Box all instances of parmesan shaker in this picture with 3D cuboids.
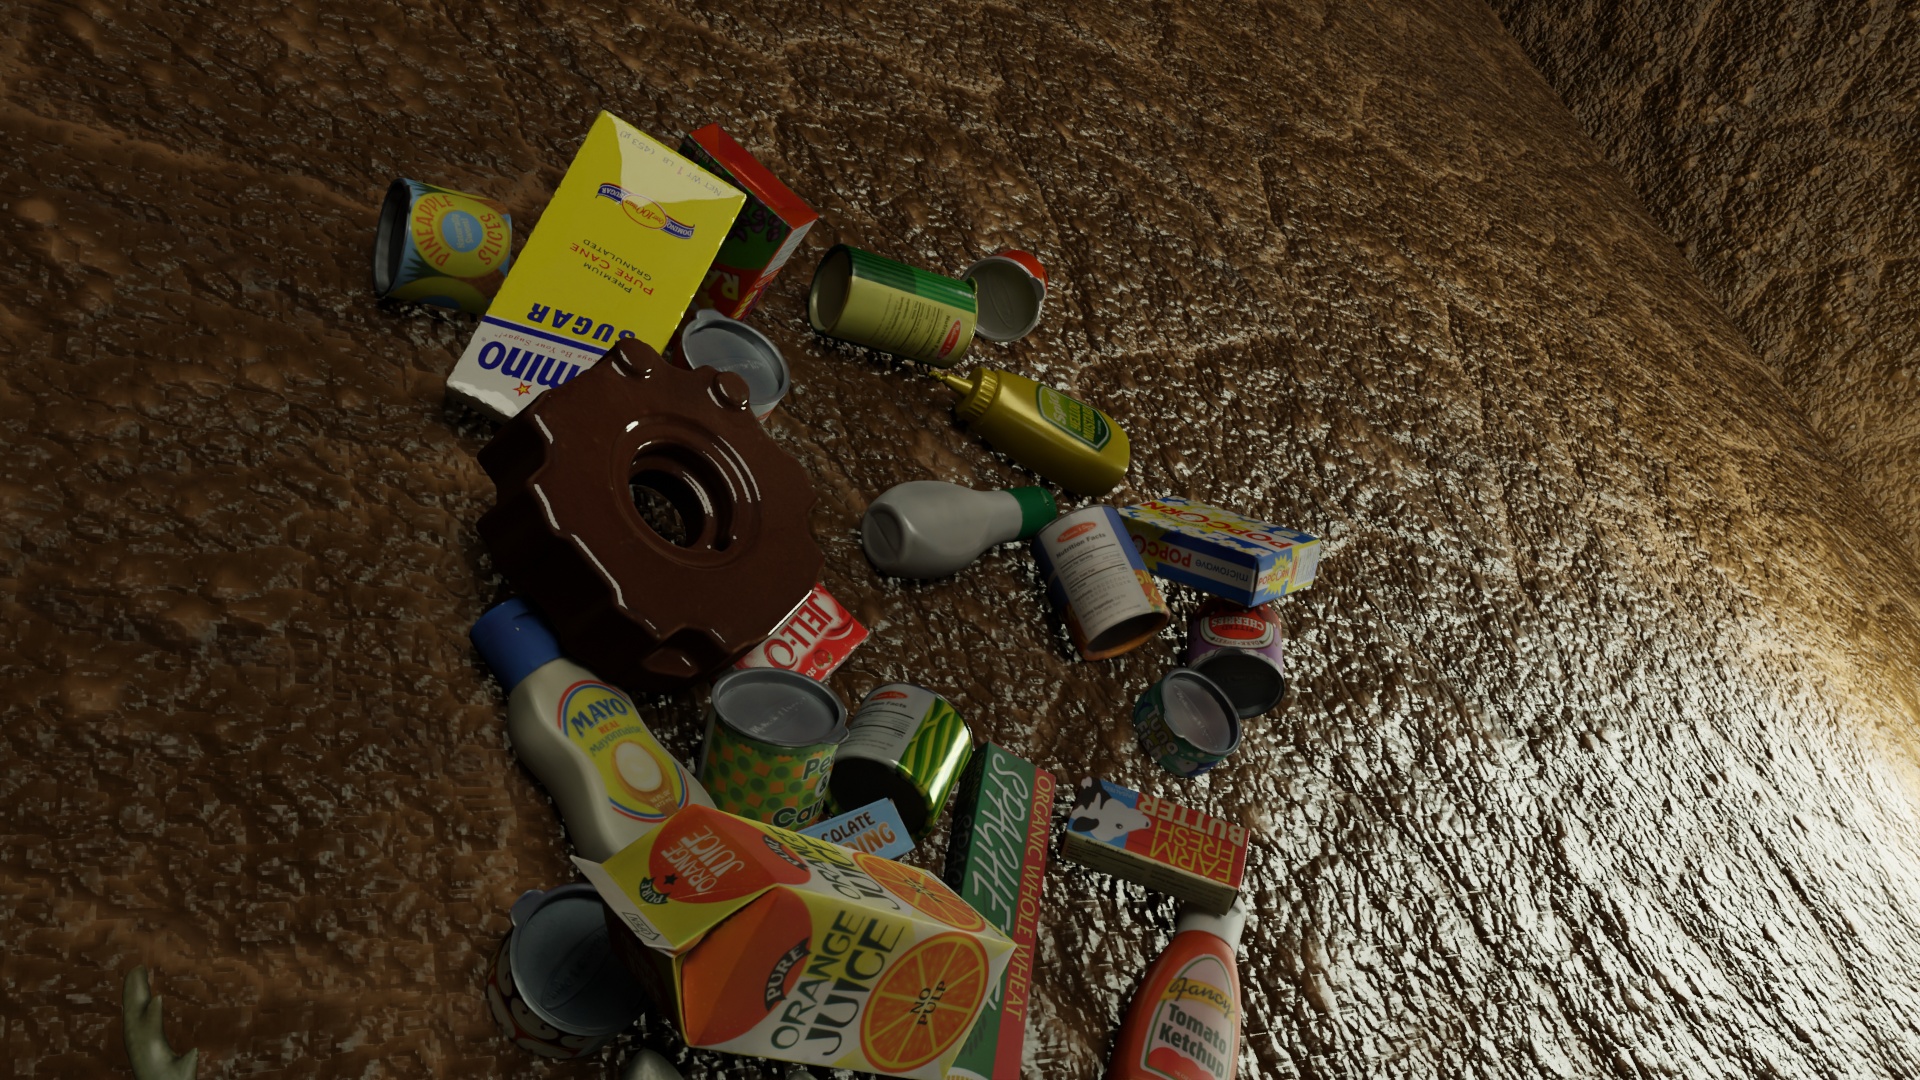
[{"bbox_3d":[-0.047,-0.167,0.981,0.103,0.071,0.071,12,48,-32],"label":"parmesan shaker"}]

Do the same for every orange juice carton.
[{"bbox_3d":[-0.072,0.169,0.586,0.192,0.073,0.072,29,-1,-43],"label":"orange juice carton"}]

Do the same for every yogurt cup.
[{"bbox_3d":[0.036,-0.194,1.085,0.072,0.072,0.054,40,30,-3],"label":"yogurt cup"}]

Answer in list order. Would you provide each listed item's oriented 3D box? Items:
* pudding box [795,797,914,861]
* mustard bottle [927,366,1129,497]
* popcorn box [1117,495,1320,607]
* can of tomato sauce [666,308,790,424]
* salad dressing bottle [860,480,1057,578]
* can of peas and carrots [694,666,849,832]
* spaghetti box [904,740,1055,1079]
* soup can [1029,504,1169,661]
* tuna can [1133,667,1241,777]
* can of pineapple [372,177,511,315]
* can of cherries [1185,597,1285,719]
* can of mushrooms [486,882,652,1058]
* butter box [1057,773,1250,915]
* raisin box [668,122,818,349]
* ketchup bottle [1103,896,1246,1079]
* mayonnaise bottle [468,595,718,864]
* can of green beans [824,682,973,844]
[{"bbox_3d":[-0.069,0.158,0.677,0.084,0.049,0.030,-11,64,-45],"label":"pudding box"},{"bbox_3d":[0.048,-0.087,1.004,0.160,0.048,0.066,24,40,-21],"label":"mustard bottle"},{"bbox_3d":[0.176,0.006,0.981,0.127,0.038,0.085,19,22,39],"label":"popcorn box"},{"bbox_3d":[-0.148,-0.080,0.805,0.071,0.082,0.071,23,42,-23],"label":"can of tomato sauce"},{"bbox_3d":[0.003,-0.011,0.902,0.148,0.043,0.064,-9,59,-46],"label":"salad dressing bottle"},{"bbox_3d":[-0.092,0.105,0.682,0.071,0.058,0.071,13,25,-6],"label":"can of peas and carrots"},{"bbox_3d":[0.010,0.212,0.711,0.050,0.028,0.251,30,40,-16],"label":"spaghetti box"},{"bbox_3d":[0.093,0.029,0.923,0.071,0.071,0.084,0,55,-40],"label":"soup can"},{"bbox_3d":[0.147,0.120,0.908,0.071,0.032,0.071,23,42,-23],"label":"tuna can"},{"bbox_3d":[-0.289,-0.164,0.776,0.058,0.070,0.071,7,50,-36],"label":"can of pineapple"},{"bbox_3d":[0.188,0.078,0.952,0.071,0.071,0.059,30,40,-15],"label":"can of cherries"},{"bbox_3d":[-0.165,0.180,0.588,0.071,0.033,0.071,23,43,-23],"label":"can of mushrooms"},{"bbox_3d":[0.112,0.175,0.802,0.103,0.024,0.053,17,34,8],"label":"butter box"},{"bbox_3d":[-0.157,-0.181,0.858,0.086,0.123,0.040,41,32,-3],"label":"raisin box"},{"bbox_3d":[0.124,0.253,0.757,0.065,0.043,0.149,34,38,-1],"label":"ketchup bottle"},{"bbox_3d":[-0.176,0.093,0.653,0.148,0.041,0.065,52,36,11],"label":"mayonnaise bottle"},{"bbox_3d":[-0.034,0.118,0.731,0.071,0.071,0.058,39,39,-5],"label":"can of green beans"}]
